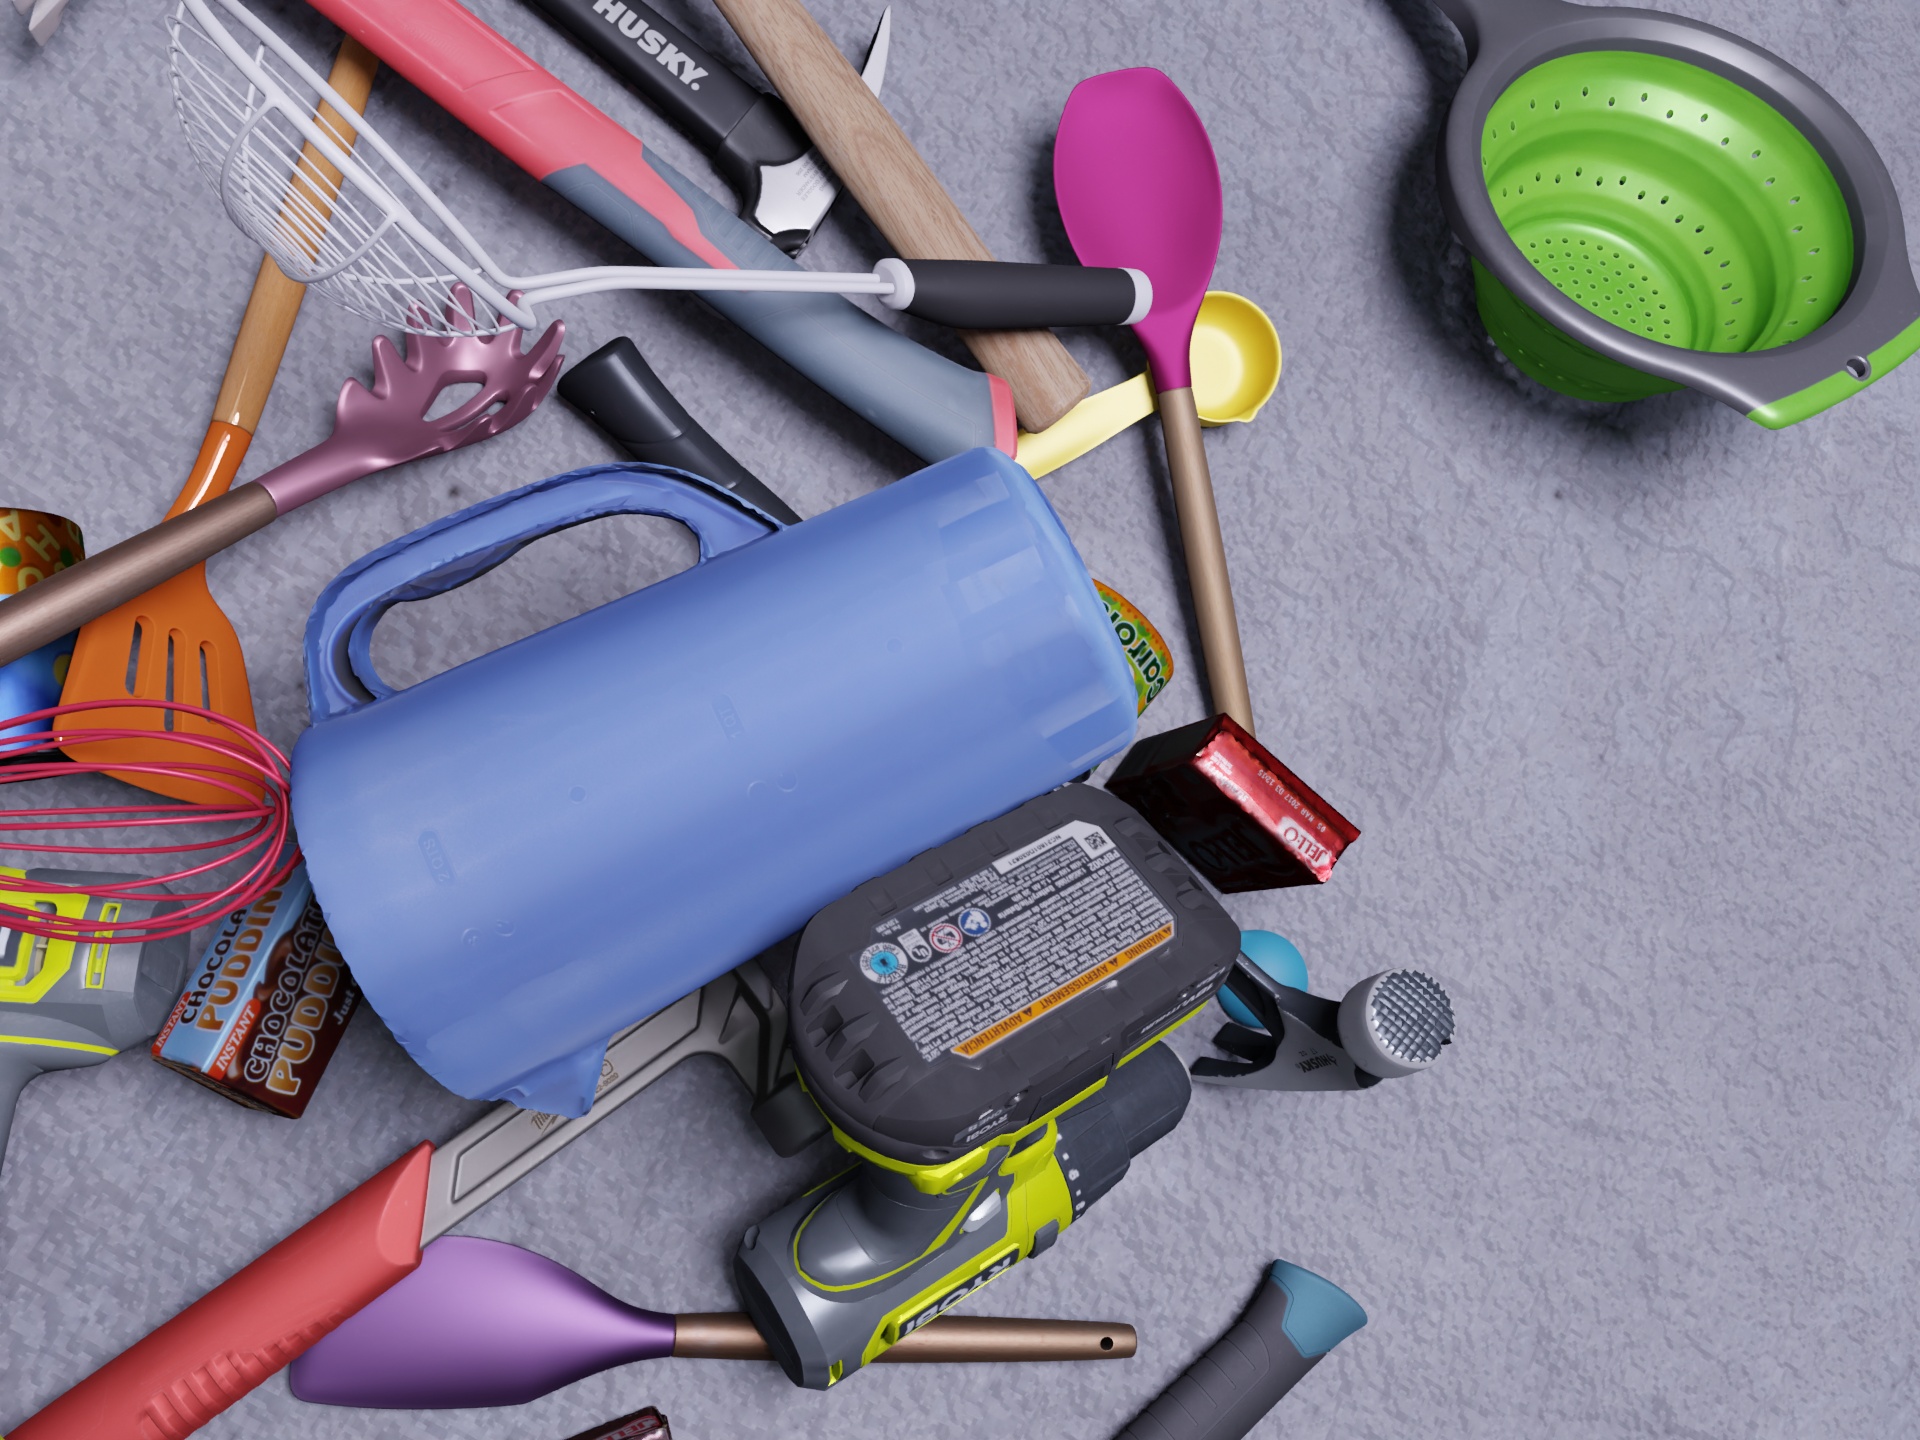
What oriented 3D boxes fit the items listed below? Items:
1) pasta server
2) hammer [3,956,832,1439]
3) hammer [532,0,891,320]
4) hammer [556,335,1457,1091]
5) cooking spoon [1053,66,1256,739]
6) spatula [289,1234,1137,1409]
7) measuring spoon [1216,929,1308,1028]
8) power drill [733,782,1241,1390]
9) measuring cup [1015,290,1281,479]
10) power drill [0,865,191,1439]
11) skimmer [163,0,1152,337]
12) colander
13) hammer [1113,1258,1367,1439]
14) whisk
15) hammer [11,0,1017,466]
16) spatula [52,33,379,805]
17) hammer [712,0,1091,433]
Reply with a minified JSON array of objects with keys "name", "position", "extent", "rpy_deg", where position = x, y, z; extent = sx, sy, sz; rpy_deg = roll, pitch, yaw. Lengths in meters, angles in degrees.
[{"name":"pasta server","position":[-0.254,-0.067,0.526],"extent":[0.060,0.040,0.316],"rpy_deg":[37,48,11]},{"name":"hammer","position":[-0.223,0.182,0.549],"extent":[0.359,0.036,0.149],"rpy_deg":[-35,81,-15]},{"name":"hammer","position":[-0.179,-0.319,0.639],"extent":[0.334,0.035,0.146],"rpy_deg":[38,75,-8]},{"name":"hammer","position":[-0.001,-0.002,0.614],"extent":[0.409,0.149,0.036],"rpy_deg":[43,65,3]},{"name":"cooking spoon","position":[0.095,-0.114,0.675],"extent":[0.069,0.017,0.319],"rpy_deg":[-11,94,0]},{"name":"spatula","position":[-0.082,0.229,0.599],"extent":[0.315,0.018,0.060],"rpy_deg":[7,77,-14]},{"name":"measuring spoon","position":[0.098,0.083,0.669],"extent":[0.128,0.021,0.042],"rpy_deg":[40,74,-9]},{"name":"power drill","position":[0.017,0.127,0.543],"extent":[0.190,0.228,0.080],"rpy_deg":[-25,58,-25]},{"name":"measuring cup","position":[0.066,-0.135,0.694],"extent":[0.156,0.029,0.062],"rpy_deg":[-28,95,-6]},{"name":"power drill","position":[-0.351,0.152,0.488],"extent":[0.171,0.080,0.223],"rpy_deg":[4,68,-7]},{"name":"skimmer","position":[-0.066,-0.174,0.531],"extent":[0.363,0.090,0.127],"rpy_deg":[-8,43,-35]},{"name":"colander","position":[0.258,-0.278,0.743],"extent":[0.204,0.094,0.397],"rpy_deg":[-29,73,-17]},{"name":"hammer","position":[0.030,0.327,0.610],"extent":[0.331,0.033,0.128],"rpy_deg":[-37,93,-18]},{"name":"whisk","position":[-0.342,0.032,0.477],"extent":[0.296,0.073,0.073],"rpy_deg":[0,82,0]},{"name":"hammer","position":[-0.146,-0.197,0.596],"extent":[0.386,0.038,0.143],"rpy_deg":[36,78,-8]},{"name":"spatula","position":[-0.254,-0.129,0.585],"extent":[0.081,0.041,0.323],"rpy_deg":[33,64,-56]},{"name":"hammer","position":[-0.057,-0.256,0.629],"extent":[0.130,0.031,0.331],"rpy_deg":[-42,101,-17]}]
